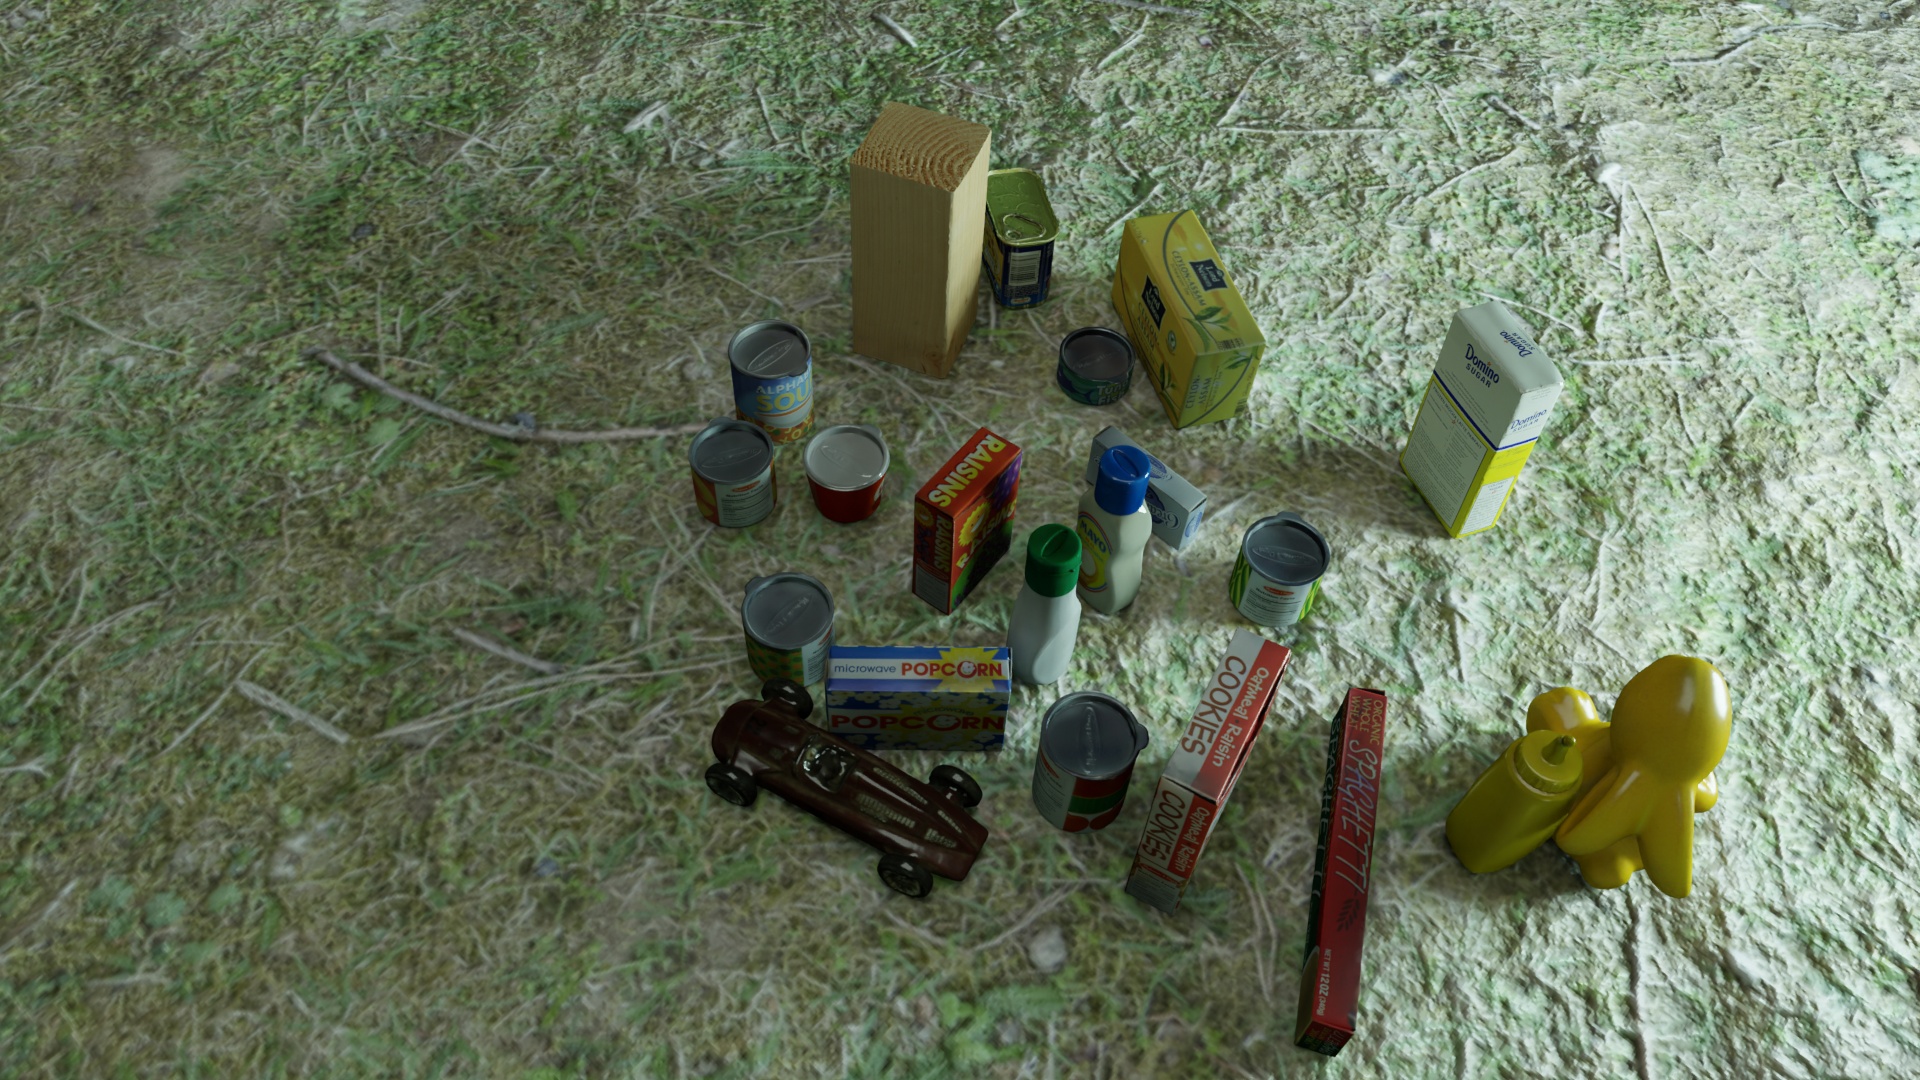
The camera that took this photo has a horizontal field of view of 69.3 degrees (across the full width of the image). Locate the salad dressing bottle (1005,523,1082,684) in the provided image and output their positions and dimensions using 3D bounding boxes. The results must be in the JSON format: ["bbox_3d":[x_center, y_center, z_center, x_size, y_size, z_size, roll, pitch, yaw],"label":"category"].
[{"bbox_3d":[0.061,0.046,0.980,0.044,0.146,0.064,32,58,20],"label":"salad dressing bottle"}]

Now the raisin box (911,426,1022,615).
[{"bbox_3d":[0.004,-0.013,1.038,0.040,0.122,0.086,32,57,20],"label":"raisin box"}]

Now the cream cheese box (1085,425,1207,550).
[{"bbox_3d":[0.148,-0.042,1.112,0.024,0.053,0.104,-37,62,-26],"label":"cream cheese box"}]

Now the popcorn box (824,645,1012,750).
[{"bbox_3d":[-0.030,0.110,0.965,0.127,0.084,0.038,1,53,-2],"label":"popcorn box"}]

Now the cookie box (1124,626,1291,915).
[{"bbox_3d":[0.158,0.151,0.893,0.040,0.166,0.123,24,55,15],"label":"cookie box"}]

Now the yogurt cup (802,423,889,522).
[{"bbox_3d":[-0.091,-0.051,1.105,0.072,0.053,0.073,2,53,-2],"label":"yogurt cup"}]

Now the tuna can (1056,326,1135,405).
[{"bbox_3d":[0.119,-0.150,1.206,0.071,0.032,0.071,2,53,-2],"label":"tuna can"}]

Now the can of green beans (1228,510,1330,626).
[{"bbox_3d":[0.243,0.024,1.063,0.071,0.057,0.071,2,53,-2],"label":"can of green beans"}]

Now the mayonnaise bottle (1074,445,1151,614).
[{"bbox_3d":[0.111,-0.010,1.025,0.041,0.147,0.065,-27,59,-21],"label":"mayonnaise bottle"}]

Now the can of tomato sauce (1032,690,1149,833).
[{"bbox_3d":[0.086,0.151,0.942,0.071,0.082,0.071,2,53,-2],"label":"can of tomato sauce"}]

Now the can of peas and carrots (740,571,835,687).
[{"bbox_3d":[-0.126,0.065,1.011,0.071,0.058,0.071,2,53,-2],"label":"can of peas and carrots"}]

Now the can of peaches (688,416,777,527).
[{"bbox_3d":[-0.180,-0.054,1.100,0.071,0.057,0.071,2,53,-2],"label":"can of peaches"}]

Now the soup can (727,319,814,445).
[{"bbox_3d":[-0.153,-0.127,1.141,0.071,0.083,0.072,2,53,-2],"label":"soup can"}]

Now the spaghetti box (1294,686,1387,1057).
[{"bbox_3d":[0.255,0.212,0.925,0.029,0.050,0.251,13,53,7],"label":"spaghetti box"}]

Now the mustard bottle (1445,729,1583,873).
[{"bbox_3d":[0.366,0.162,0.900,0.065,0.159,0.049,-18,56,-16],"label":"mustard bottle"}]
